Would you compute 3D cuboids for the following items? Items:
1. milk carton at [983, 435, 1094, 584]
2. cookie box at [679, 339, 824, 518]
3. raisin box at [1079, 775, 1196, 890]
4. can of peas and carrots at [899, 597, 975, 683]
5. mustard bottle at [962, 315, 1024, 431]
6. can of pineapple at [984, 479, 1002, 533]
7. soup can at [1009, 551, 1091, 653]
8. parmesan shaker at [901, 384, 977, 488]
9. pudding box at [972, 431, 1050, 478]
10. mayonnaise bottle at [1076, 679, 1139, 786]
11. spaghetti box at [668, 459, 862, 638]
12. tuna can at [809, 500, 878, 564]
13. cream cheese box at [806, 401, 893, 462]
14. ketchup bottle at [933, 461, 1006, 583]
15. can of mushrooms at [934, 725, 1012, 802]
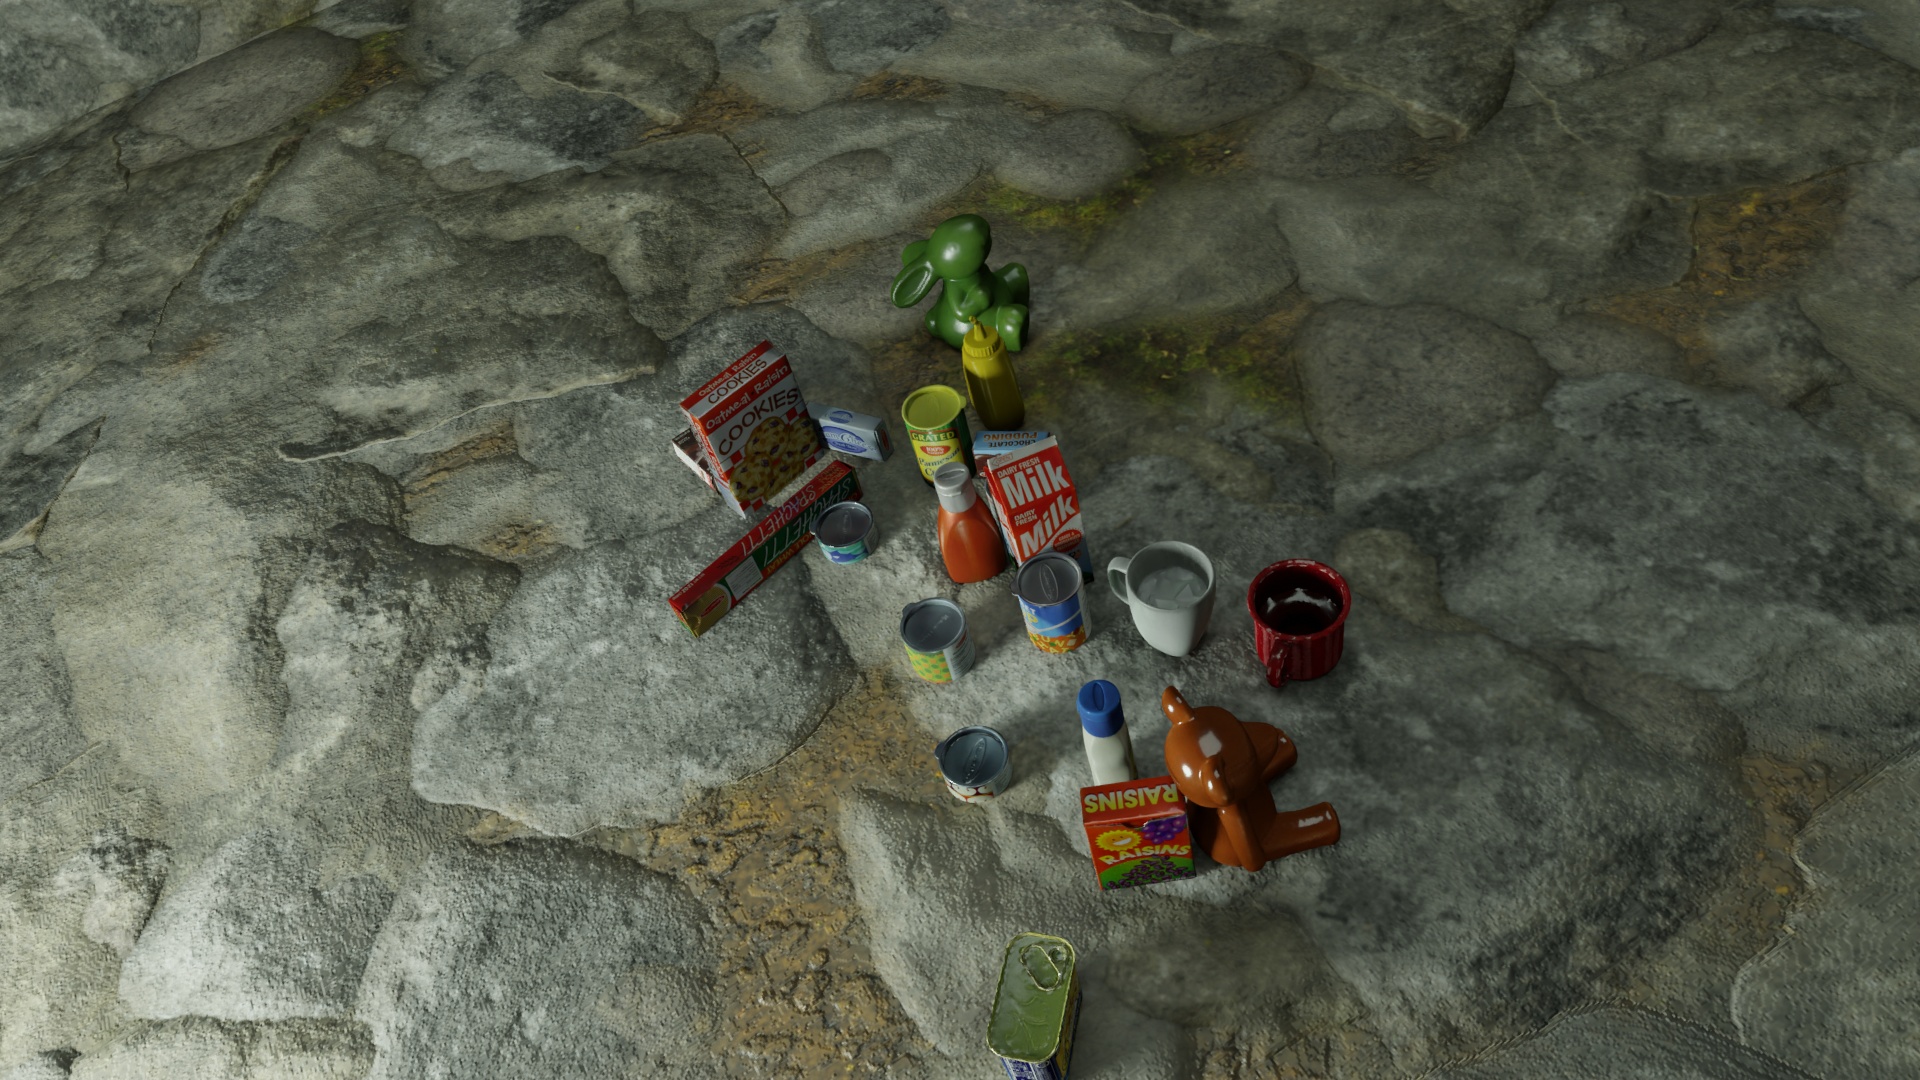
[{"bbox_3d":[0.076,-0.028,1.375,0.072,0.189,0.074,-22,49,-4],"label":"milk carton"},{"bbox_3d":[-0.229,-0.122,1.542,0.123,0.166,0.040,-41,53,-20],"label":"cookie box"},{"bbox_3d":[0.150,0.248,1.171,0.086,0.122,0.040,-9,50,7],"label":"raisin box"},{"bbox_3d":[-0.024,0.099,1.380,0.071,0.058,0.071,-7,50,8],"label":"can of peas and carrots"},{"bbox_3d":[0.032,-0.189,1.539,0.049,0.159,0.065,-31,51,-12],"label":"mustard bottle"},{"bbox_3d":[0.065,-0.045,1.479,0.071,0.057,0.071,-7,50,8],"label":"can of pineapple"},{"bbox_3d":[0.090,0.062,1.367,0.071,0.083,0.072,-7,50,8],"label":"soup can"},{"bbox_3d":[-0.019,-0.112,1.525,0.071,0.102,0.072,-7,50,8],"label":"parmesan shaker"},{"bbox_3d":[0.058,-0.094,1.527,0.084,0.049,0.030,1,51,14],"label":"pudding box"},{"bbox_3d":[0.130,0.177,1.219,0.041,0.147,0.065,-10,50,6],"label":"mayonnaise bottle"},{"bbox_3d":[-0.207,0.006,1.507,0.029,0.050,0.251,33,65,33],"label":"spaghetti box"},{"bbox_3d":[-0.126,-0.008,1.511,0.071,0.032,0.071,-7,50,8],"label":"tuna can"},{"bbox_3d":[-0.131,-0.125,1.596,0.104,0.053,0.024,15,56,24],"label":"cream cheese box"},{"bbox_3d":[0.005,-0.018,1.411,0.065,0.148,0.044,-15,49,1],"label":"ketchup bottle"},{"bbox_3d":[0.012,0.208,1.297,0.071,0.033,0.071,-7,50,8],"label":"can of mushrooms"}]
